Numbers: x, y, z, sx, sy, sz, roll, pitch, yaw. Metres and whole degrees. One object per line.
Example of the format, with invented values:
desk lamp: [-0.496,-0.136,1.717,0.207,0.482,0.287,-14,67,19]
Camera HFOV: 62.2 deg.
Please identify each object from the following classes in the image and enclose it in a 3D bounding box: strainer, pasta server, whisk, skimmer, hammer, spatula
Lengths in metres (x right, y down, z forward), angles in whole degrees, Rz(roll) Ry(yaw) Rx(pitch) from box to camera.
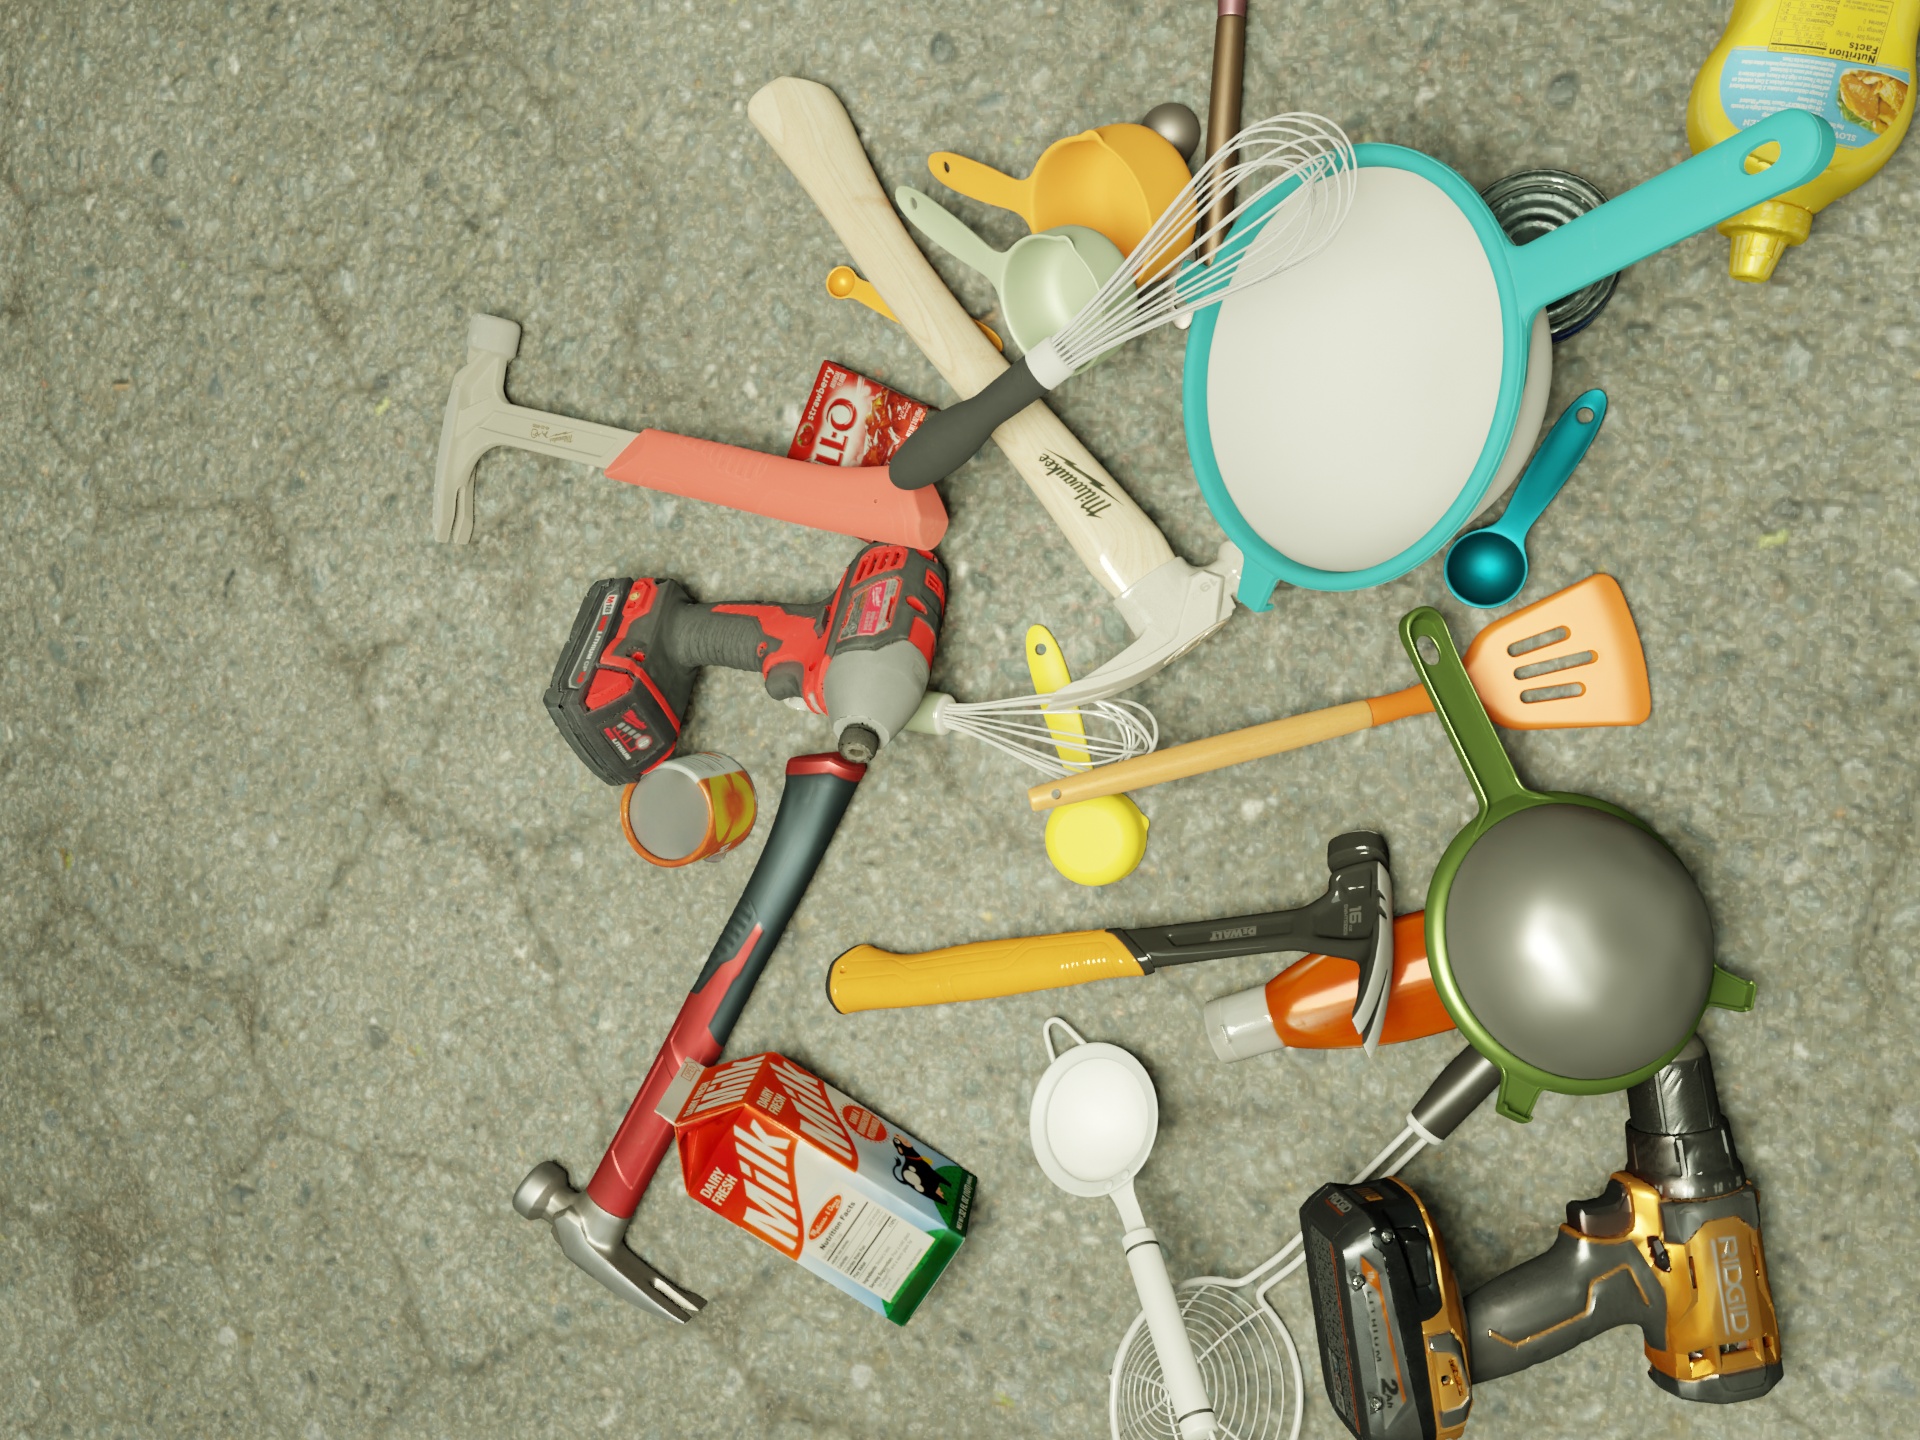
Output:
strainer: [0.096,0.280,0.871,0.087,0.050,0.259,-37,46,22]
strainer: [0.250,-0.184,0.740,0.340,0.095,0.211,-20,77,53]
pasta server: [0.143,-0.350,0.852,0.060,0.040,0.316,4,97,8]
whisk: [-0.001,-0.003,0.918,0.246,0.057,0.059,10,53,28]
skimmer: [0.217,0.277,0.850,0.127,0.090,0.363,36,105,-15]
strainer: [0.285,0.054,0.771,0.151,0.069,0.256,-21,81,-13]
hammer: [0.072,0.139,0.891,0.337,0.127,0.034,-11,132,25]
hammer: [-0.172,-0.145,0.957,0.359,0.036,0.149,17,99,25]
hammer: [-0.146,0.194,0.998,0.143,0.038,0.386,32,104,13]
hammer: [-0.002,-0.197,0.891,0.146,0.038,0.411,-33,78,-13]
whisk: [0.069,-0.197,0.787,0.284,0.070,0.070,-32,84,28]
spatula: [0.193,0.002,0.834,0.322,0.041,0.081,-15,90,-1]

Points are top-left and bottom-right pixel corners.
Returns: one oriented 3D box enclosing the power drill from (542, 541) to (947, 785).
power drill: [-0.120,-0.029,0.920,0.220,0.078,0.143,-6,49,20]

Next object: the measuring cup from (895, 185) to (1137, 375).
measuring cup: [0.030,-0.252,0.865,0.168,0.038,0.083,43,144,26]

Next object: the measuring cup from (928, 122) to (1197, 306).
measuring cup: [0.056,-0.294,0.880,0.174,0.052,0.095,34,139,36]

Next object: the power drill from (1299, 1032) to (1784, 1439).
power drill: [0.291,0.257,0.798,0.226,0.084,0.185,-8,90,-6]

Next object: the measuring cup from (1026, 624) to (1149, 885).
measuring cup: [0.062,0.020,0.915,0.062,0.029,0.156,-18,88,20]

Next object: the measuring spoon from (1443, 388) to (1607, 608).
measuring spoon: [0.298,-0.115,0.832,0.042,0.021,0.128,33,95,16]

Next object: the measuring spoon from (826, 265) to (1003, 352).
measuring spoon: [-0.027,-0.239,0.937,0.117,0.011,0.021,25,97,12]

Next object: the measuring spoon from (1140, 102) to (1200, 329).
measuring spoon: [0.117,-0.279,0.877,0.034,0.018,0.124,-4,94,19]
